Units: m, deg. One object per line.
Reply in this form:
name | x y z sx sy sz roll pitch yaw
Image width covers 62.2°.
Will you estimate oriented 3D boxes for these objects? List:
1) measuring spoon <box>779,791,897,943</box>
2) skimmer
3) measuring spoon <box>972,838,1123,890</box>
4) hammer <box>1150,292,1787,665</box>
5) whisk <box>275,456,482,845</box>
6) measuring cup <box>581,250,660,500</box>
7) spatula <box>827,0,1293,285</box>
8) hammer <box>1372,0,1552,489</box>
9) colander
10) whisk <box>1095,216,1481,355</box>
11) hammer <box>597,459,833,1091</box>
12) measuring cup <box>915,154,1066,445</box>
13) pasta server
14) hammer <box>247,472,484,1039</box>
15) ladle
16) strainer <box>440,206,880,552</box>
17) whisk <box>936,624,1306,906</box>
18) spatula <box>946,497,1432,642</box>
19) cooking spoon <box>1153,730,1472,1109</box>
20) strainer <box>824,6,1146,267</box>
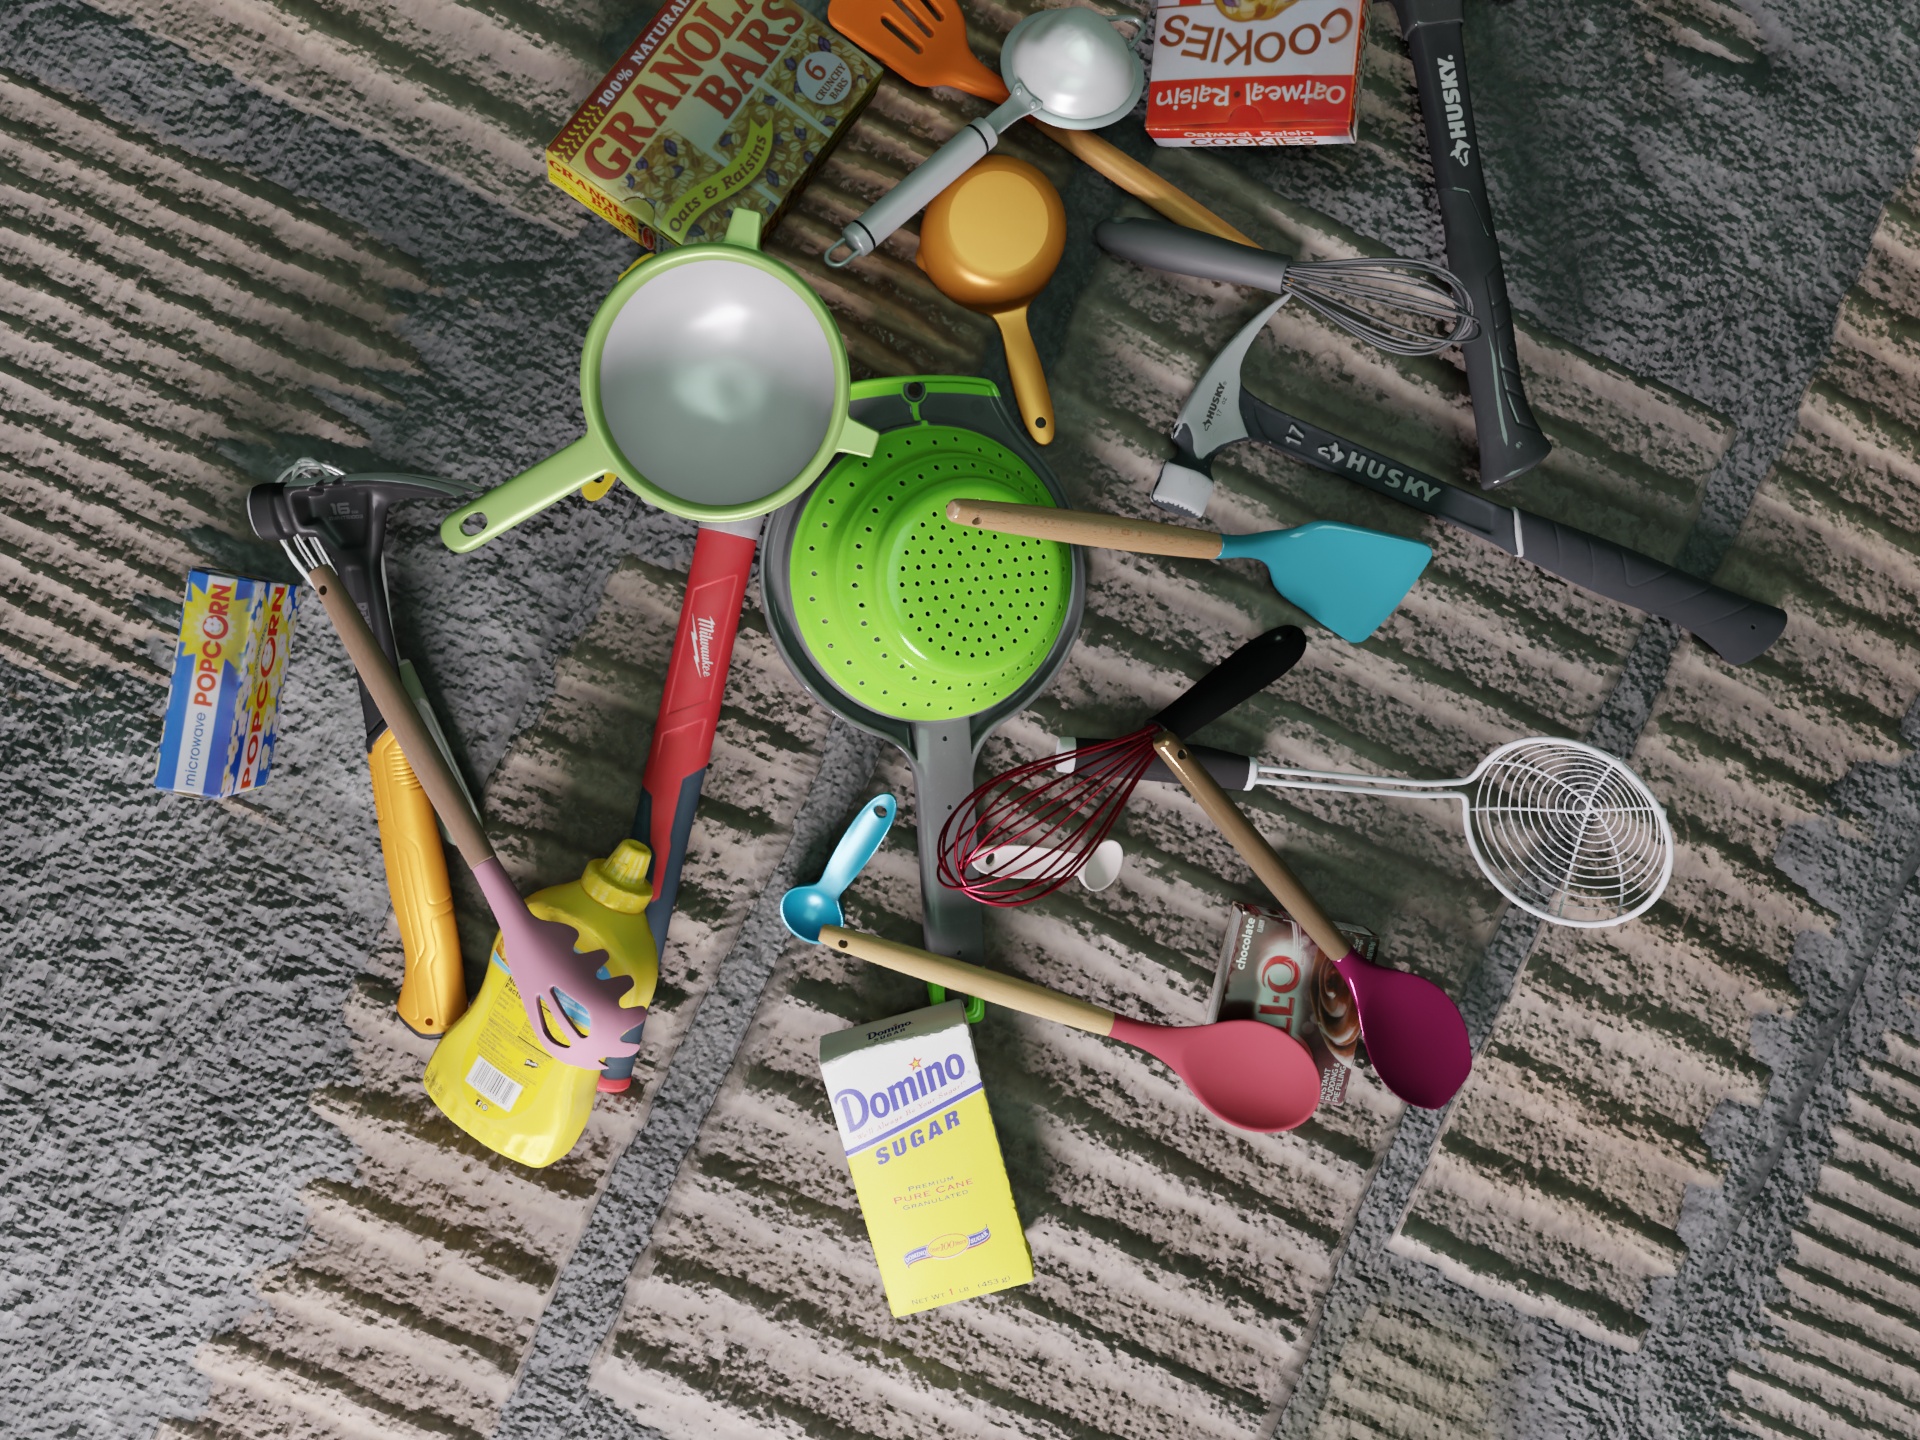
measuring spoon | -0.068 0.084 0.955 0.042 0.021 0.128 34 122 0
skimmer | 0.240 0.054 0.969 0.363 0.090 0.127 6 124 -3
measuring spoon | 0.050 0.083 0.963 0.124 0.018 0.034 7 103 -41
hammer | 0.331 -0.131 0.996 0.409 0.036 0.149 21 90 -6
whisk | -0.340 -0.039 0.942 0.058 0.059 0.246 -30 102 -43
measuring cup | -0.193 -0.205 0.955 0.062 0.029 0.156 22 93 -5
spatula | 0.070 -0.356 0.960 0.322 0.041 0.081 31 78 -7
hammer | 0.302 -0.306 0.967 0.146 0.035 0.335 -8 87 -4
colander | -0.001 -0.003 0.929 0.204 0.094 0.397 -7 99 -18
whisk | 0.190 -0.262 0.942 0.239 0.055 0.055 19 91 17
hammer | -0.158 0.037 0.963 0.143 0.038 0.386 13 92 -7
measuring cup | 0.031 -0.253 0.955 0.095 0.052 0.173 -16 92 -4
pasta server | -0.270 0.053 0.869 0.060 0.040 0.316 -31 88 10
hammer | -0.318 0.026 0.918 0.127 0.034 0.336 -2 105 9
ladle | 0.065 0.176 0.955 0.315 0.031 0.069 19 102 -4
strainer | -0.179 -0.165 0.909 0.256 0.069 0.151 -28 97 9
whisk | 0.103 0.019 0.933 0.296 0.073 0.073 -34 95 -26
spatula | 0.132 -0.097 0.915 0.317 0.044 0.082 3 136 -32
cooking spoon | 0.213 0.121 0.951 0.069 0.017 0.318 -46 110 -12
strainer | 0.019 -0.342 0.915 0.258 0.050 0.087 -43 82 -11
